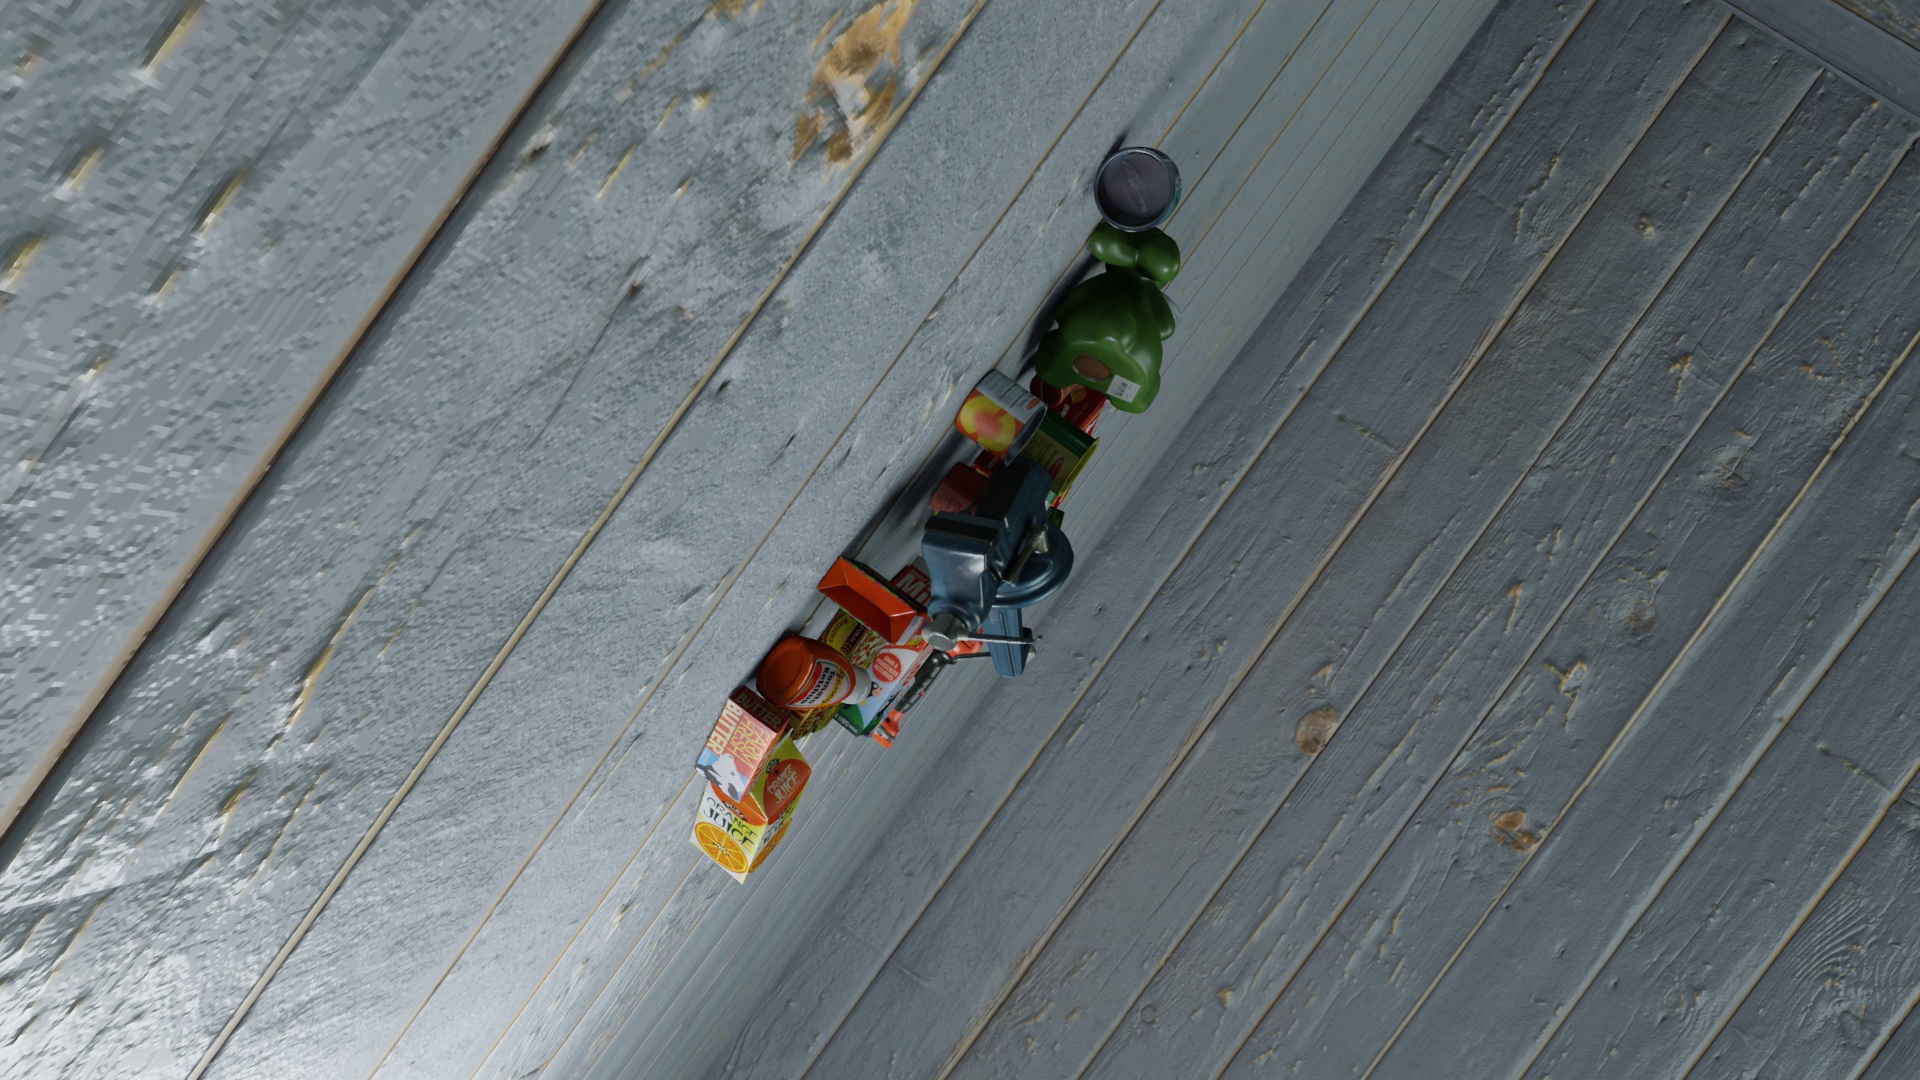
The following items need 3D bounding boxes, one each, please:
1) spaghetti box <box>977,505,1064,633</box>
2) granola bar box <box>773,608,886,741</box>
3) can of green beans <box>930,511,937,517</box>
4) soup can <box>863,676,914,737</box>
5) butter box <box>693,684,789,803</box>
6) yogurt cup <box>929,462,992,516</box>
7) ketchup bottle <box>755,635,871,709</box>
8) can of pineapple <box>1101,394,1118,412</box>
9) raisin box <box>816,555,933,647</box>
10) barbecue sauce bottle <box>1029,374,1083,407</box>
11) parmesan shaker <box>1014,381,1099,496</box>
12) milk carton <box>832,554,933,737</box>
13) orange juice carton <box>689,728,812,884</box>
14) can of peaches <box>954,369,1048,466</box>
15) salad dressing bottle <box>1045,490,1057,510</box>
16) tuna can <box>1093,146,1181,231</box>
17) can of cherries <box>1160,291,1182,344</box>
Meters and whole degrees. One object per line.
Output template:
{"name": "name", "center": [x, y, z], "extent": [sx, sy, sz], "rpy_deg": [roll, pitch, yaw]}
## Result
{"name": "spaghetti box", "center": [0.053, 0.037, 1.528], "extent": [0.248, 0.029, 0.050], "rpy_deg": [126, -15, -58]}
{"name": "granola bar box", "center": [-0.119, 0.119, 1.388], "extent": [0.165, 0.039, 0.124], "rpy_deg": [-55, 171, 6]}
{"name": "can of green beans", "center": [0.006, -0.018, 1.442], "extent": [0.071, 0.058, 0.071], "rpy_deg": [-52, 171, -12]}
{"name": "soup can", "center": [-0.104, 0.171, 1.589], "extent": [0.084, 0.071, 0.071], "rpy_deg": [-50, 170, -23]}
{"name": "butter box", "center": [-0.190, 0.177, 1.200], "extent": [0.024, 0.053, 0.103], "rpy_deg": [-44, 167, -54]}
{"name": "yogurt cup", "center": [0.006, -0.040, 1.374], "extent": [0.072, 0.054, 0.072], "rpy_deg": [-51, 171, -12]}
{"name": "ketchup bottle", "center": [-0.126, 0.123, 1.251], "extent": [0.064, 0.043, 0.148], "rpy_deg": [-55, 158, 3]}
{"name": "can of pineapple", "center": [0.172, -0.189, 1.621], "extent": [0.071, 0.071, 0.057], "rpy_deg": [-52, 171, -7]}
{"name": "raisin box", "center": [-0.072, 0.057, 1.243], "extent": [0.040, 0.086, 0.123], "rpy_deg": [-55, 171, 0]}
{"name": "barbecue sauce bottle", "center": [0.116, -0.182, 1.398], "extent": [0.149, 0.044, 0.064], "rpy_deg": [-47, 144, -47]}
{"name": "parmesan shaker", "center": [0.074, -0.101, 1.334], "extent": [0.071, 0.103, 0.071], "rpy_deg": [-51, 171, -11]}
{"name": "milk carton", "center": [-0.074, 0.111, 1.482], "extent": [0.190, 0.072, 0.073], "rpy_deg": [-54, 171, 4]}
{"name": "orange juice carton", "center": [-0.202, 0.251, 1.353], "extent": [0.072, 0.073, 0.191], "rpy_deg": [-46, 168, -39]}
{"name": "can of peaches", "center": [0.035, -0.110, 1.249], "extent": [0.071, 0.058, 0.071], "rpy_deg": [-52, 172, -11]}
{"name": "salad dressing bottle", "center": [0.056, -0.016, 1.392], "extent": [0.147, 0.044, 0.064], "rpy_deg": [-56, 161, -3]}
{"name": "tuna can", "center": [0.145, -0.283, 1.114], "extent": [0.070, 0.071, 0.033], "rpy_deg": [-57, 172, 24]}
{"name": "can of cherries", "center": [0.210, -0.252, 1.588], "extent": [0.058, 0.071, 0.071], "rpy_deg": [-53, 171, -6]}
